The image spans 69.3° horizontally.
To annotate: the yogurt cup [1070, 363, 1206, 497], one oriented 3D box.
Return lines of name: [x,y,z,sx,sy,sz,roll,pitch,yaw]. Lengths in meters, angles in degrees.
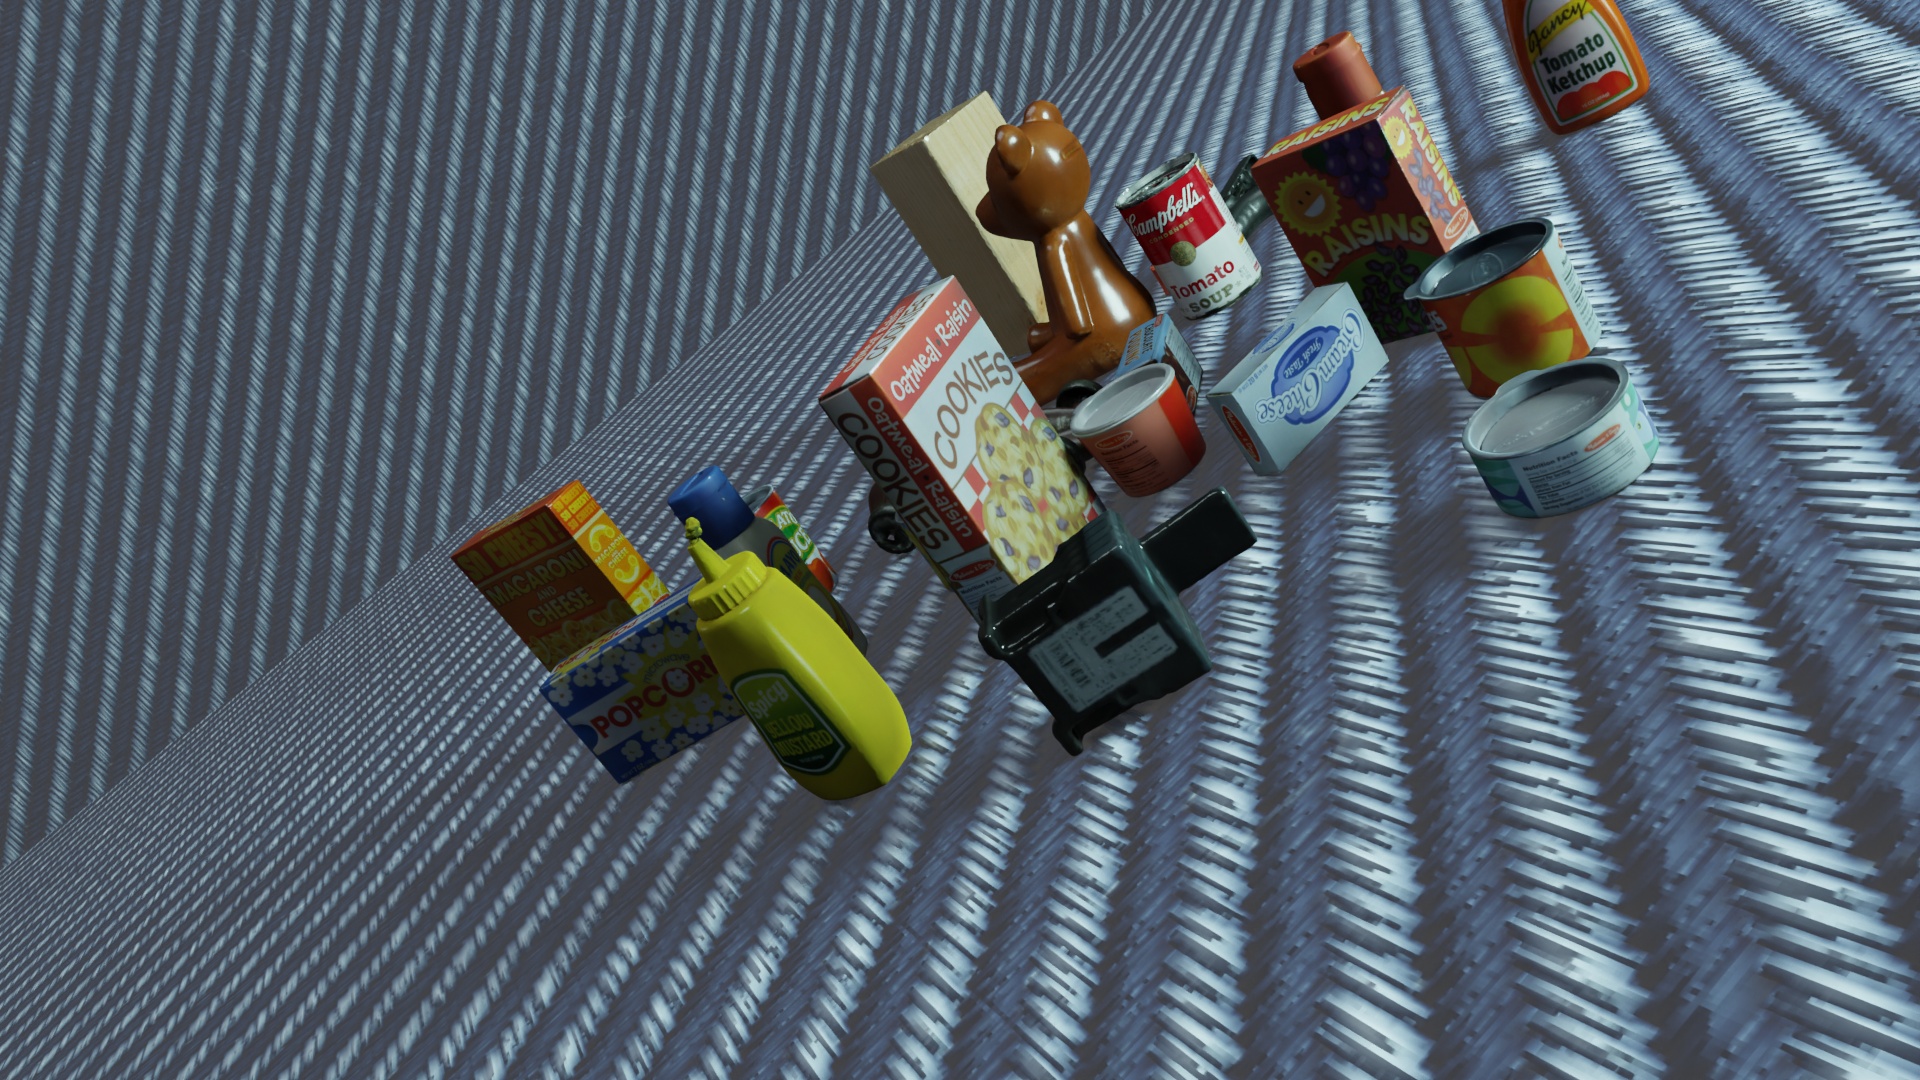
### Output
yogurt cup: [0.105,-0.062,0.800,0.072,0.054,0.072,-31,18,12]

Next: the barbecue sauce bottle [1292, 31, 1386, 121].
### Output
barbecue sauce bottle: [0.243,-0.218,0.799,0.043,0.148,0.065,-29,19,19]

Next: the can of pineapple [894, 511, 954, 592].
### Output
can of pineapple: [0.003,-0.011,0.844,0.071,0.057,0.071,-31,18,12]

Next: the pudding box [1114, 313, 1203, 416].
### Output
pudding box: [0.126,-0.105,0.878,0.030,0.049,0.084,-26,20,26]

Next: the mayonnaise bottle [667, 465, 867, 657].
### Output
mayonnaise bottle: [-0.113,0.024,0.816,0.041,0.147,0.065,-27,19,23]

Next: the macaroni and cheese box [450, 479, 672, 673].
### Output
macaroni and cheese box: [-0.270,0.048,1.003,0.123,0.166,0.040,-22,22,35]

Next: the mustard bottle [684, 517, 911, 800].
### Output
mustard bottle: [-0.089,0.056,0.676,0.065,0.160,0.049,-22,22,35]

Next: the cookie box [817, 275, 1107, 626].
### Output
cookie box: [0.007,-0.043,0.744,0.040,0.167,0.123,-23,21,33]

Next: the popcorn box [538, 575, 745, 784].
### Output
popcorn box: [-0.190,0.090,0.889,0.126,0.085,0.038,-30,19,16]

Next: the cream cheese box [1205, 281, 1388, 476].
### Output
cream cheese box: [0.179,-0.086,0.732,0.104,0.053,0.024,-43,19,-23]

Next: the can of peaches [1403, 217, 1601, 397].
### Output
can of peaches: [0.253,-0.107,0.648,0.071,0.058,0.071,-31,18,12]

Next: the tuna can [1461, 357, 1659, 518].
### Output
tuna can: [0.237,-0.041,0.552,0.071,0.032,0.071,-31,18,12]

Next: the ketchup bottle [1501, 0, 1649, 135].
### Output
ketchup bottle: [0.367,-0.330,0.860,0.064,0.148,0.044,-23,21,32]

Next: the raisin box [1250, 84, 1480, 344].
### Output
raisin box: [0.225,-0.170,0.749,0.086,0.123,0.040,-10,31,53]

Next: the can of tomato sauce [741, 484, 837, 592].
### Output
can of tomato sauce: [-0.136,0.013,0.989,0.071,0.083,0.071,-31,18,12]
